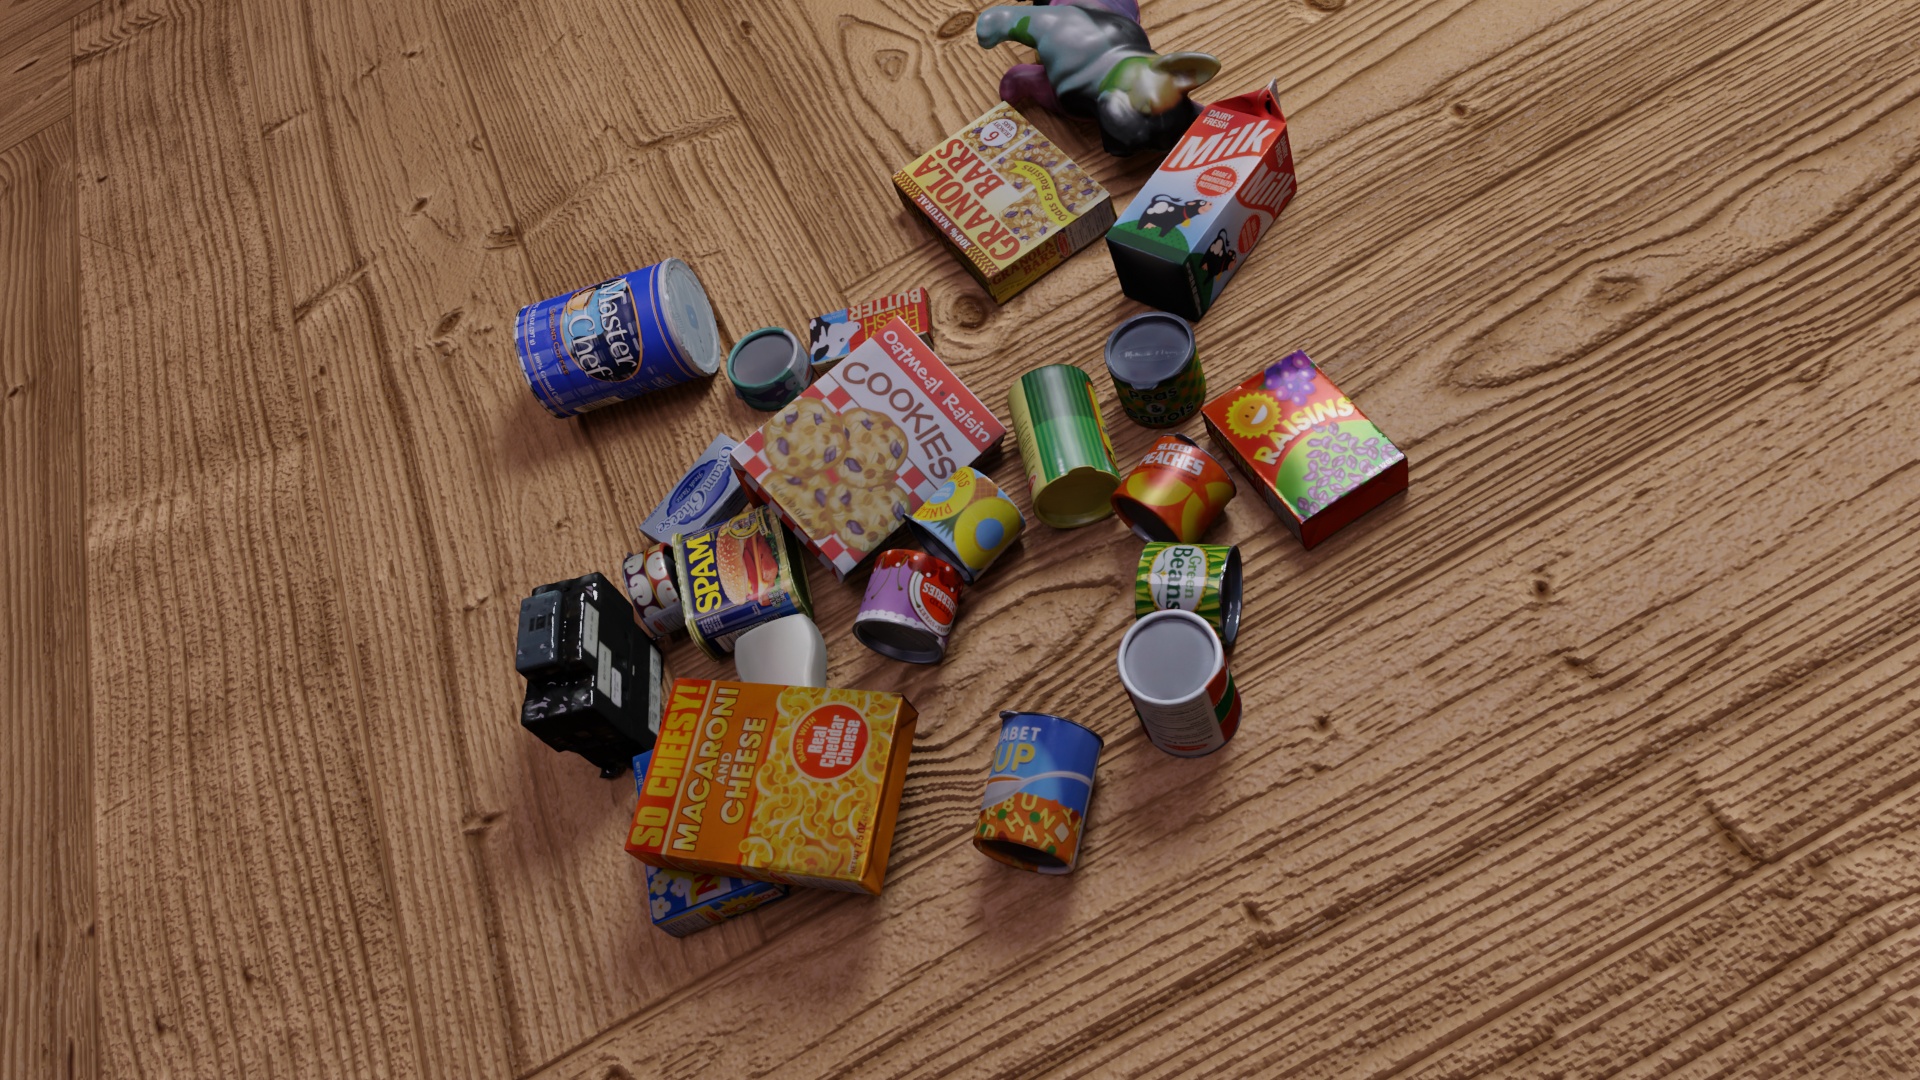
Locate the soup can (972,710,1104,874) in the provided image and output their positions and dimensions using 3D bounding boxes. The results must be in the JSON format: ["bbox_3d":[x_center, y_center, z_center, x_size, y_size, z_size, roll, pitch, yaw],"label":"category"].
[{"bbox_3d":[0.046,0.158,0.870,0.071,0.071,0.084,5,61,23],"label":"soup can"}]

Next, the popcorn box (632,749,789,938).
[{"bbox_3d":[-0.171,0.194,0.946,0.085,0.038,0.127,-22,55,7],"label":"popcorn box"}]

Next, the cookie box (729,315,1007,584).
[{"bbox_3d":[-0.067,-0.069,1.031,0.168,0.040,0.123,-42,85,-16],"label":"cookie box"}]

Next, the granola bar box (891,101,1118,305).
[{"bbox_3d":[0.035,-0.287,1.175,0.124,0.039,0.166,-35,54,-4],"label":"granola bar box"}]

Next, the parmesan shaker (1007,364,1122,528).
[{"bbox_3d":[0.075,-0.071,1.003,0.071,0.071,0.103,-18,55,9],"label":"parmesan shaker"}]

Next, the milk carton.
[{"bbox_3d":[0.201,-0.271,1.084,0.073,0.072,0.191,28,71,32],"label":"milk carton"}]

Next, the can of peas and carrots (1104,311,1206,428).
[{"bbox_3d":[0.144,-0.122,1.019,0.071,0.058,0.071,-9,57,15],"label":"can of peas and carrots"}]

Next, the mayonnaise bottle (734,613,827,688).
[{"bbox_3d":[-0.116,0.126,0.968,0.065,0.041,0.149,-22,56,7],"label":"mayonnaise bottle"}]

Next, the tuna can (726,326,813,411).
[{"bbox_3d":[-0.162,-0.143,1.159,0.071,0.032,0.071,-9,56,14],"label":"tuna can"}]

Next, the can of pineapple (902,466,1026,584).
[{"bbox_3d":[0.004,-0.012,0.994,0.058,0.070,0.071,-46,55,-12],"label":"can of pineapple"}]

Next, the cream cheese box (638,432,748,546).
[{"bbox_3d":[-0.203,-0.033,1.110,0.053,0.024,0.104,29,72,31],"label":"cream cheese box"}]

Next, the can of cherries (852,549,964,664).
[{"bbox_3d":[-0.034,0.046,0.971,0.071,0.071,0.058,5,60,23],"label":"can of cherries"}]

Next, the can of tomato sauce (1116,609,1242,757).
[{"bbox_3d":[0.138,0.088,0.872,0.071,0.082,0.071,-9,57,15],"label":"can of tomato sauce"}]

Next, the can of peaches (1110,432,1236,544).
[{"bbox_3d":[0.145,-0.032,0.954,0.071,0.071,0.058,33,76,33],"label":"can of peaches"}]

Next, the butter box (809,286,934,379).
[{"bbox_3d":[-0.073,-0.171,1.150,0.103,0.024,0.053,-14,56,12],"label":"butter box"}]

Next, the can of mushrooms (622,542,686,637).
[{"bbox_3d":[-0.226,0.035,1.048,0.033,0.070,0.071,-24,54,4],"label":"can of mushrooms"}]

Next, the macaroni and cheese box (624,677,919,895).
[{"bbox_3d":[-0.121,0.157,0.901,0.166,0.040,0.124,2,62,20],"label":"macaroni and cheese box"}]

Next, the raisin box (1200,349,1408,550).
[{"bbox_3d":[0.236,-0.065,0.961,0.086,0.040,0.124,-32,53,-1],"label":"raisin box"}]

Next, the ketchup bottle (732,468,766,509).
[{"bbox_3d":[-0.102,-0.074,1.078,0.149,0.064,0.043,-28,66,-9],"label":"ketchup bottle"}]

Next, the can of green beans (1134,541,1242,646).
[{"bbox_3d":[0.151,0.034,0.912,0.058,0.071,0.071,3,60,22],"label":"can of green beans"}]
